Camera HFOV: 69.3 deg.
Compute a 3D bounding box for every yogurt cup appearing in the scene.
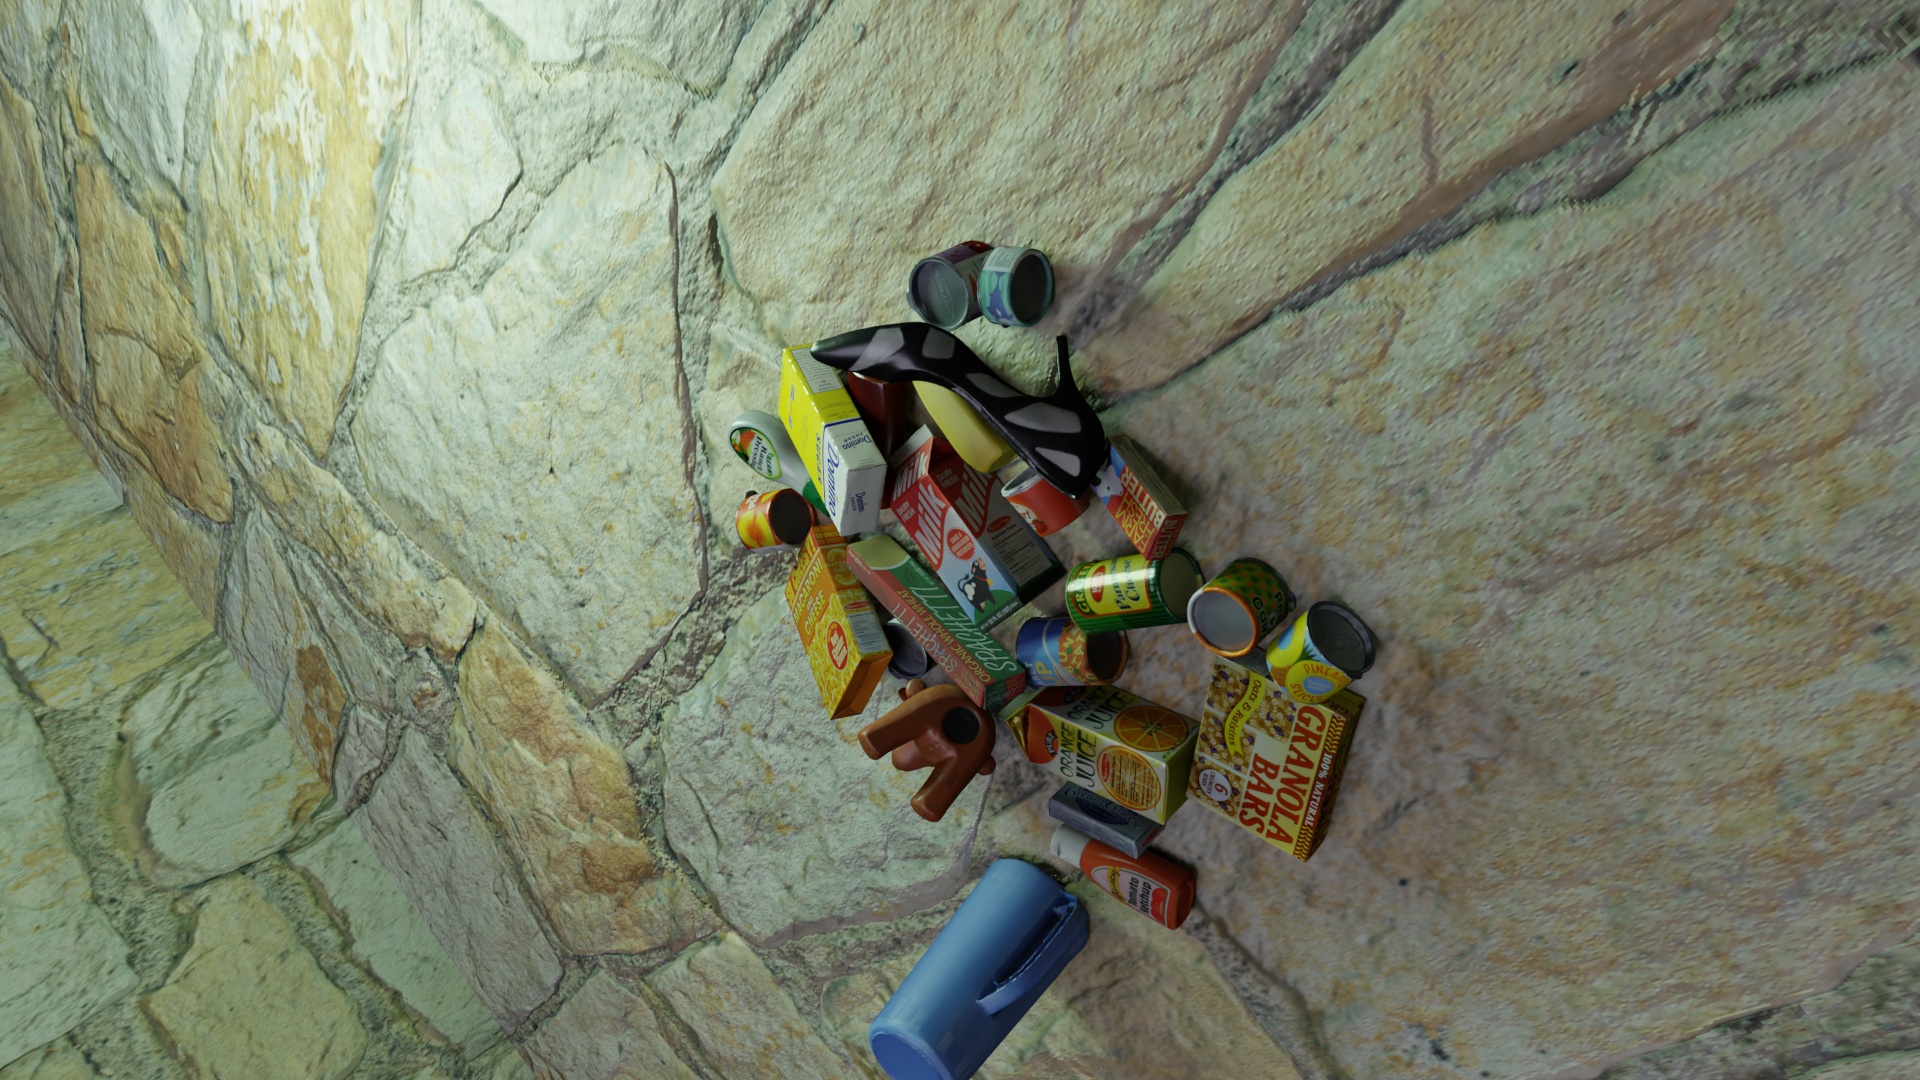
[{"bbox_3d":[0.078,-0.040,1.231,0.072,0.073,0.054,-24,104,47],"label":"yogurt cup"}]

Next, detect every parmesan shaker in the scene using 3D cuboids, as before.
[{"bbox_3d":[0.152,0.042,1.211,0.103,0.071,0.071,-12,105,45],"label":"parmesan shaker"}]

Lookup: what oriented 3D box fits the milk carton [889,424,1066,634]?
[{"bbox_3d":[0.005,-0.016,1.303,0.190,0.074,0.072,54,137,4],"label":"milk carton"}]

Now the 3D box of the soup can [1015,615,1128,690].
[{"bbox_3d":[0.103,0.105,1.287,0.083,0.072,0.071,-7,109,44],"label":"soup can"}]

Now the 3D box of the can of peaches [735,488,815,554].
[{"bbox_3d":[-0.199,-0.023,1.489,0.058,0.071,0.071,-8,108,44],"label":"can of peaches"}]

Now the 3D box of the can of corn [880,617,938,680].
[{"bbox_3d":[-0.043,0.103,1.426,0.071,0.058,0.070,21,126,32],"label":"can of corn"}]

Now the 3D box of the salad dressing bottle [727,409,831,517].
[{"bbox_3d":[-0.178,-0.080,1.454,0.148,0.044,0.064,37,132,20],"label":"salad dressing bottle"}]

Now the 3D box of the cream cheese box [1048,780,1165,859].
[{"bbox_3d":[0.142,0.267,1.358,0.104,0.053,0.024,22,128,32],"label":"cream cheese box"}]

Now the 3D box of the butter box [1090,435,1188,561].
[{"bbox_3d":[0.148,-0.036,1.169,0.104,0.024,0.052,58,143,36],"label":"butter box"}]

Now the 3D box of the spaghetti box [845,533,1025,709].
[{"bbox_3d":[-0.028,0.074,1.351,0.251,0.050,0.028,43,139,40],"label":"spaghetti box"}]

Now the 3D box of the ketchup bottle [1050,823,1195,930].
[{"bbox_3d":[0.160,0.328,1.385,0.149,0.044,0.064,22,127,33],"label":"ketchup bottle"}]

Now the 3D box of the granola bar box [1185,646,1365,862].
[{"bbox_3d":[0.269,0.181,1.203,0.124,0.039,0.164,27,129,30],"label":"granola bar box"}]

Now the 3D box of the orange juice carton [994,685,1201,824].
[{"bbox_3d":[0.128,0.185,1.309,0.193,0.072,0.072,21,126,32],"label":"orange juice carton"}]

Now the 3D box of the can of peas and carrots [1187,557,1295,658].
[{"bbox_3d":[0.232,0.057,1.150,0.071,0.059,0.070,22,127,32],"label":"can of peas and carrots"}]

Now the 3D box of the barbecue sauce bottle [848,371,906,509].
[{"bbox_3d":[-0.080,-0.101,1.352,0.065,0.044,0.147,33,134,41],"label":"barbecue sauce bottle"}]

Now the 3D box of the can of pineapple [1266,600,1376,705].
[{"bbox_3d":[0.288,0.092,1.112,0.071,0.071,0.057,48,137,10],"label":"can of pineapple"}]

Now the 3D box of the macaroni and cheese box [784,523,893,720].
[{"bbox_3d":[-0.131,0.084,1.457,0.167,0.040,0.123,65,147,29],"label":"macaroni and cheese box"}]

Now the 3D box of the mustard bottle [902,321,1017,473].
[{"bbox_3d":[-0.005,-0.135,1.254,0.160,0.065,0.048,53,131,13],"label":"mustard bottle"}]

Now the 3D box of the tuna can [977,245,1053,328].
[{"bbox_3d":[0.047,-0.209,1.158,0.033,0.071,0.070,13,122,36],"label":"tuna can"}]

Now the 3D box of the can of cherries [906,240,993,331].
[{"bbox_3d":[-0.004,-0.221,1.203,0.071,0.059,0.071,22,128,31],"label":"can of cherries"}]
